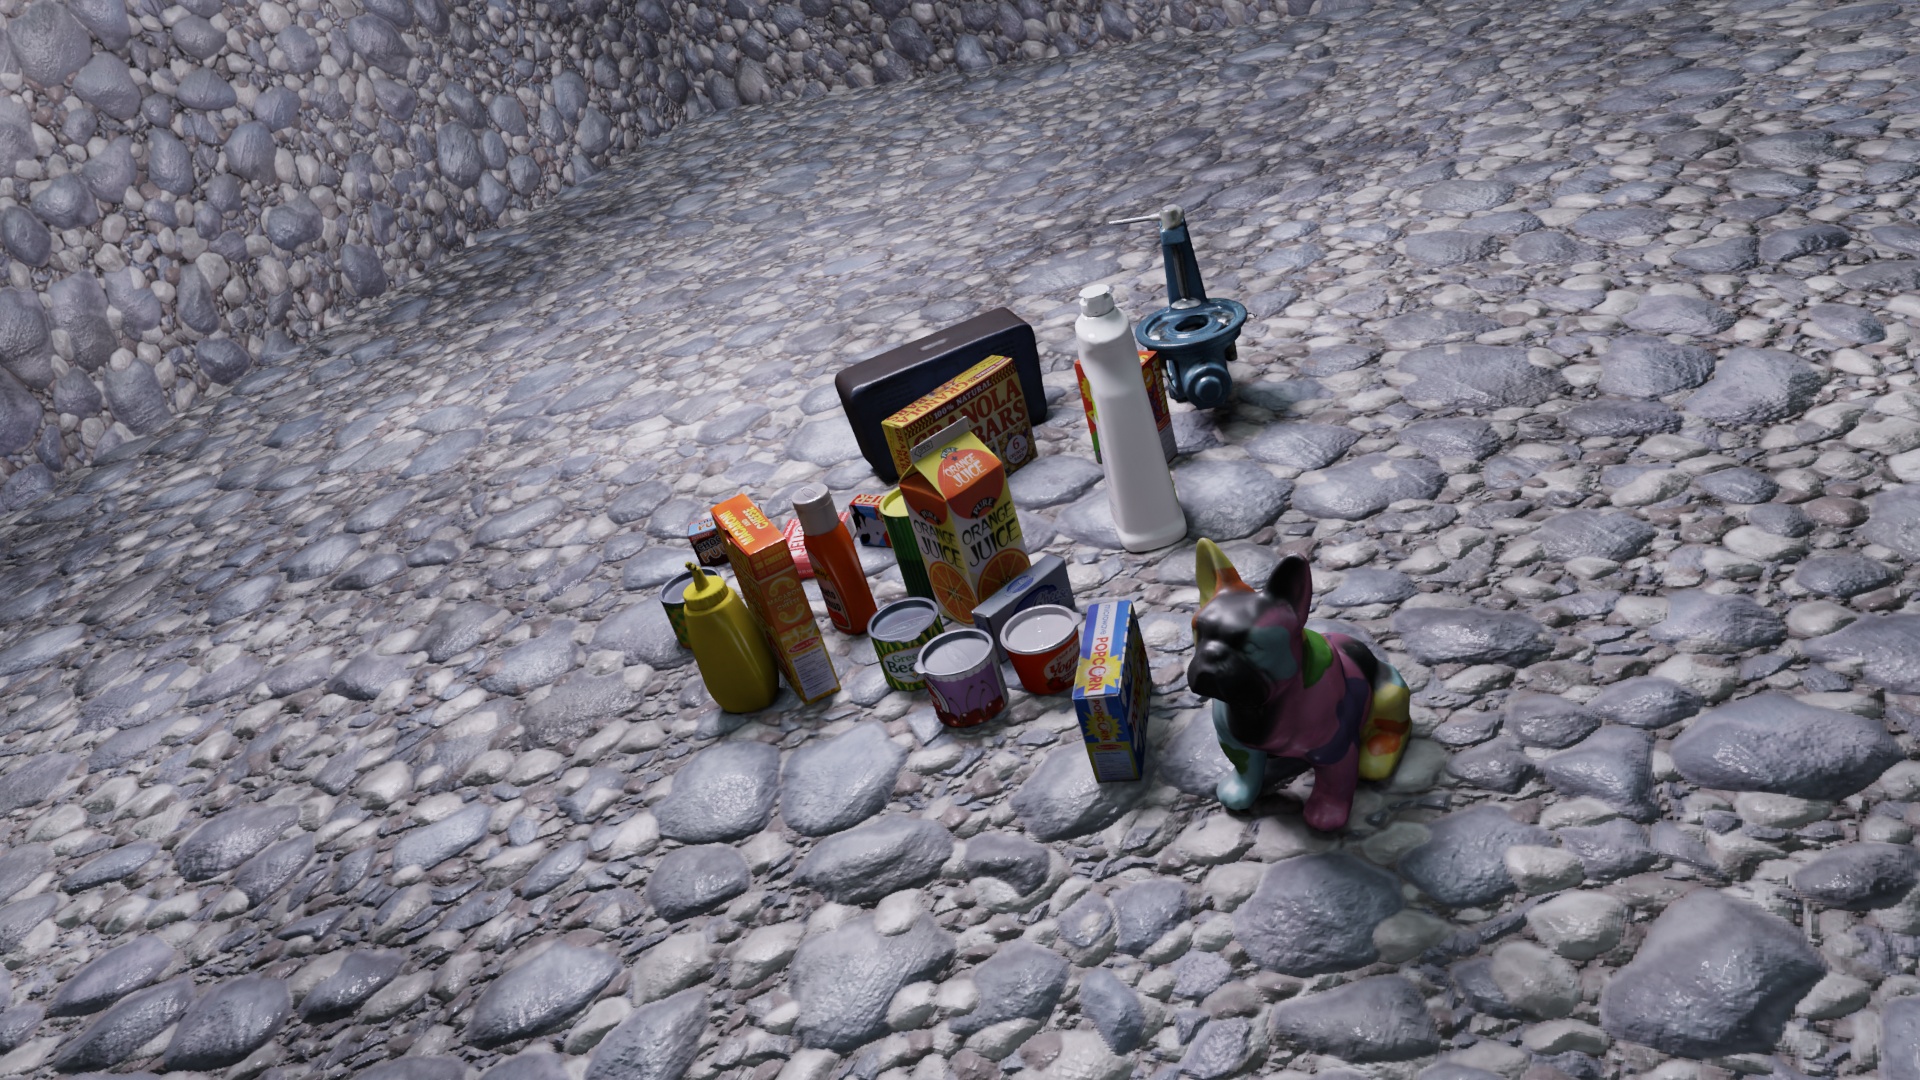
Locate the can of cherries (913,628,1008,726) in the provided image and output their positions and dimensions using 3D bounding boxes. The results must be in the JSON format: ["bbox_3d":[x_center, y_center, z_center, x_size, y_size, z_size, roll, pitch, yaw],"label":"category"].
[{"bbox_3d":[0.000,0.118,1.188,0.071,0.058,0.072,-13,29,7],"label":"can of cherries"}]

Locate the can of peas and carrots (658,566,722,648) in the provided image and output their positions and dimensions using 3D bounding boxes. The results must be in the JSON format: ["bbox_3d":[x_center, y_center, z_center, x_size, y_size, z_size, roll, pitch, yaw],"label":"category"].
[{"bbox_3d":[-0.264,0.068,1.411,0.071,0.058,0.071,-13,29,7],"label":"can of peas and carrots"}]

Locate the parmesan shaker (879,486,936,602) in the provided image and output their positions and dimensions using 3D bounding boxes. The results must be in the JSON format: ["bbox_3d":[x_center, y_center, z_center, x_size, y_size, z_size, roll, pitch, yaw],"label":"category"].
[{"bbox_3d":[-0.032,0.000,1.362,0.071,0.102,0.071,-13,29,7],"label":"parmesan shaker"}]

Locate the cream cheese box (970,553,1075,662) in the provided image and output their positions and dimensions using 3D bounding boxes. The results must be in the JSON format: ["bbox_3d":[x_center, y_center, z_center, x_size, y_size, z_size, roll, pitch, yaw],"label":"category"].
[{"bbox_3d":[0.059,0.061,1.261,0.104,0.053,0.024,-35,34,-30],"label":"cream cheese box"}]

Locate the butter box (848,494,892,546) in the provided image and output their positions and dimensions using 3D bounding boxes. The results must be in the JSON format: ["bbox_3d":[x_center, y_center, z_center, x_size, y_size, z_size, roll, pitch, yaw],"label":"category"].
[{"bbox_3d":[-0.065,-0.019,1.465,0.103,0.053,0.024,4,35,33],"label":"butter box"}]

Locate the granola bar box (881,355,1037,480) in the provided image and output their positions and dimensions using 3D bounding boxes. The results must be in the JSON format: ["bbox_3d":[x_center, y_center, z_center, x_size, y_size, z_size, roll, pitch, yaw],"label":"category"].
[{"bbox_3d":[0.003,-0.111,1.514,0.166,0.123,0.039,-35,33,-29],"label":"granola bar box"}]

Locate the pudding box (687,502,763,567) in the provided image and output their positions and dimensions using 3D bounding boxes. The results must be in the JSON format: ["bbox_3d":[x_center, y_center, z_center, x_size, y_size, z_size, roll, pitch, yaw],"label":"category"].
[{"bbox_3d":[-0.256,-0.005,1.544,0.084,0.049,0.030,-17,29,0],"label":"pudding box"}]

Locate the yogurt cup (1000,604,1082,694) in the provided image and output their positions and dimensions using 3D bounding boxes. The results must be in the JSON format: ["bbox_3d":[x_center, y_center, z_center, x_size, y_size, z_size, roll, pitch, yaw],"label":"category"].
[{"bbox_3d":[0.073,0.095,1.193,0.072,0.053,0.073,-13,29,7],"label":"yogurt cup"}]

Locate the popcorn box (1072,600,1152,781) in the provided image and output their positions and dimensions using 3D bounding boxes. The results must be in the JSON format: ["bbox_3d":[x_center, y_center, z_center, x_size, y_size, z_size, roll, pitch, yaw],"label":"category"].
[{"bbox_3d":[0.122,0.117,1.099,0.038,0.085,0.127,-8,30,17],"label":"popcorn box"}]

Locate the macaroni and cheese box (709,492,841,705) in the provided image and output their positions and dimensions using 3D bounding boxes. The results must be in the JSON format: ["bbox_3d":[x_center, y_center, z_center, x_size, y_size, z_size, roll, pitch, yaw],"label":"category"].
[{"bbox_3d":[-0.172,0.053,1.278,0.040,0.165,0.124,-26,30,-16],"label":"macaroni and cheese box"}]

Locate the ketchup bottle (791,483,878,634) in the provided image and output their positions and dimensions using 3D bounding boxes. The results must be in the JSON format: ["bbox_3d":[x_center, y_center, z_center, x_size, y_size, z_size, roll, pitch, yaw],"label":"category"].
[{"bbox_3d":[-0.122,0.017,1.334,0.044,0.148,0.065,-30,31,-22],"label":"ketchup bottle"}]

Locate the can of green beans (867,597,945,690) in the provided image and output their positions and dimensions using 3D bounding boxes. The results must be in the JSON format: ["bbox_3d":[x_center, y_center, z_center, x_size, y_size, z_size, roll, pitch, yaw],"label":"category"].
[{"bbox_3d":[-0.045,0.093,1.254,0.071,0.057,0.071,-13,29,7],"label":"can of green beans"}]

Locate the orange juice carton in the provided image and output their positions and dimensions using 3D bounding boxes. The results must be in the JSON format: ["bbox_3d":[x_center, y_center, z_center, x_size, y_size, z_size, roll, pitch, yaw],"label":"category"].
[{"bbox_3d":[0.005,-0.016,1.279,0.072,0.191,0.073,-34,33,-28],"label":"orange juice carton"}]

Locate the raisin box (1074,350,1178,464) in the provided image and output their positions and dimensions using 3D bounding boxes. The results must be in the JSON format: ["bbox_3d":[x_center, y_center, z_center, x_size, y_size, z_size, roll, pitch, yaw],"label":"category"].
[{"bbox_3d":[0.177,-0.140,1.475,0.086,0.123,0.040,10,39,40],"label":"raisin box"}]

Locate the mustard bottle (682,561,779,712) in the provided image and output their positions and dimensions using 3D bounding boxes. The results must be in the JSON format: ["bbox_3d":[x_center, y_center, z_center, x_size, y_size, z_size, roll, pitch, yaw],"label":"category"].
[{"bbox_3d":[-0.214,0.082,1.257,0.065,0.159,0.049,-8,30,16],"label":"mustard bottle"}]
